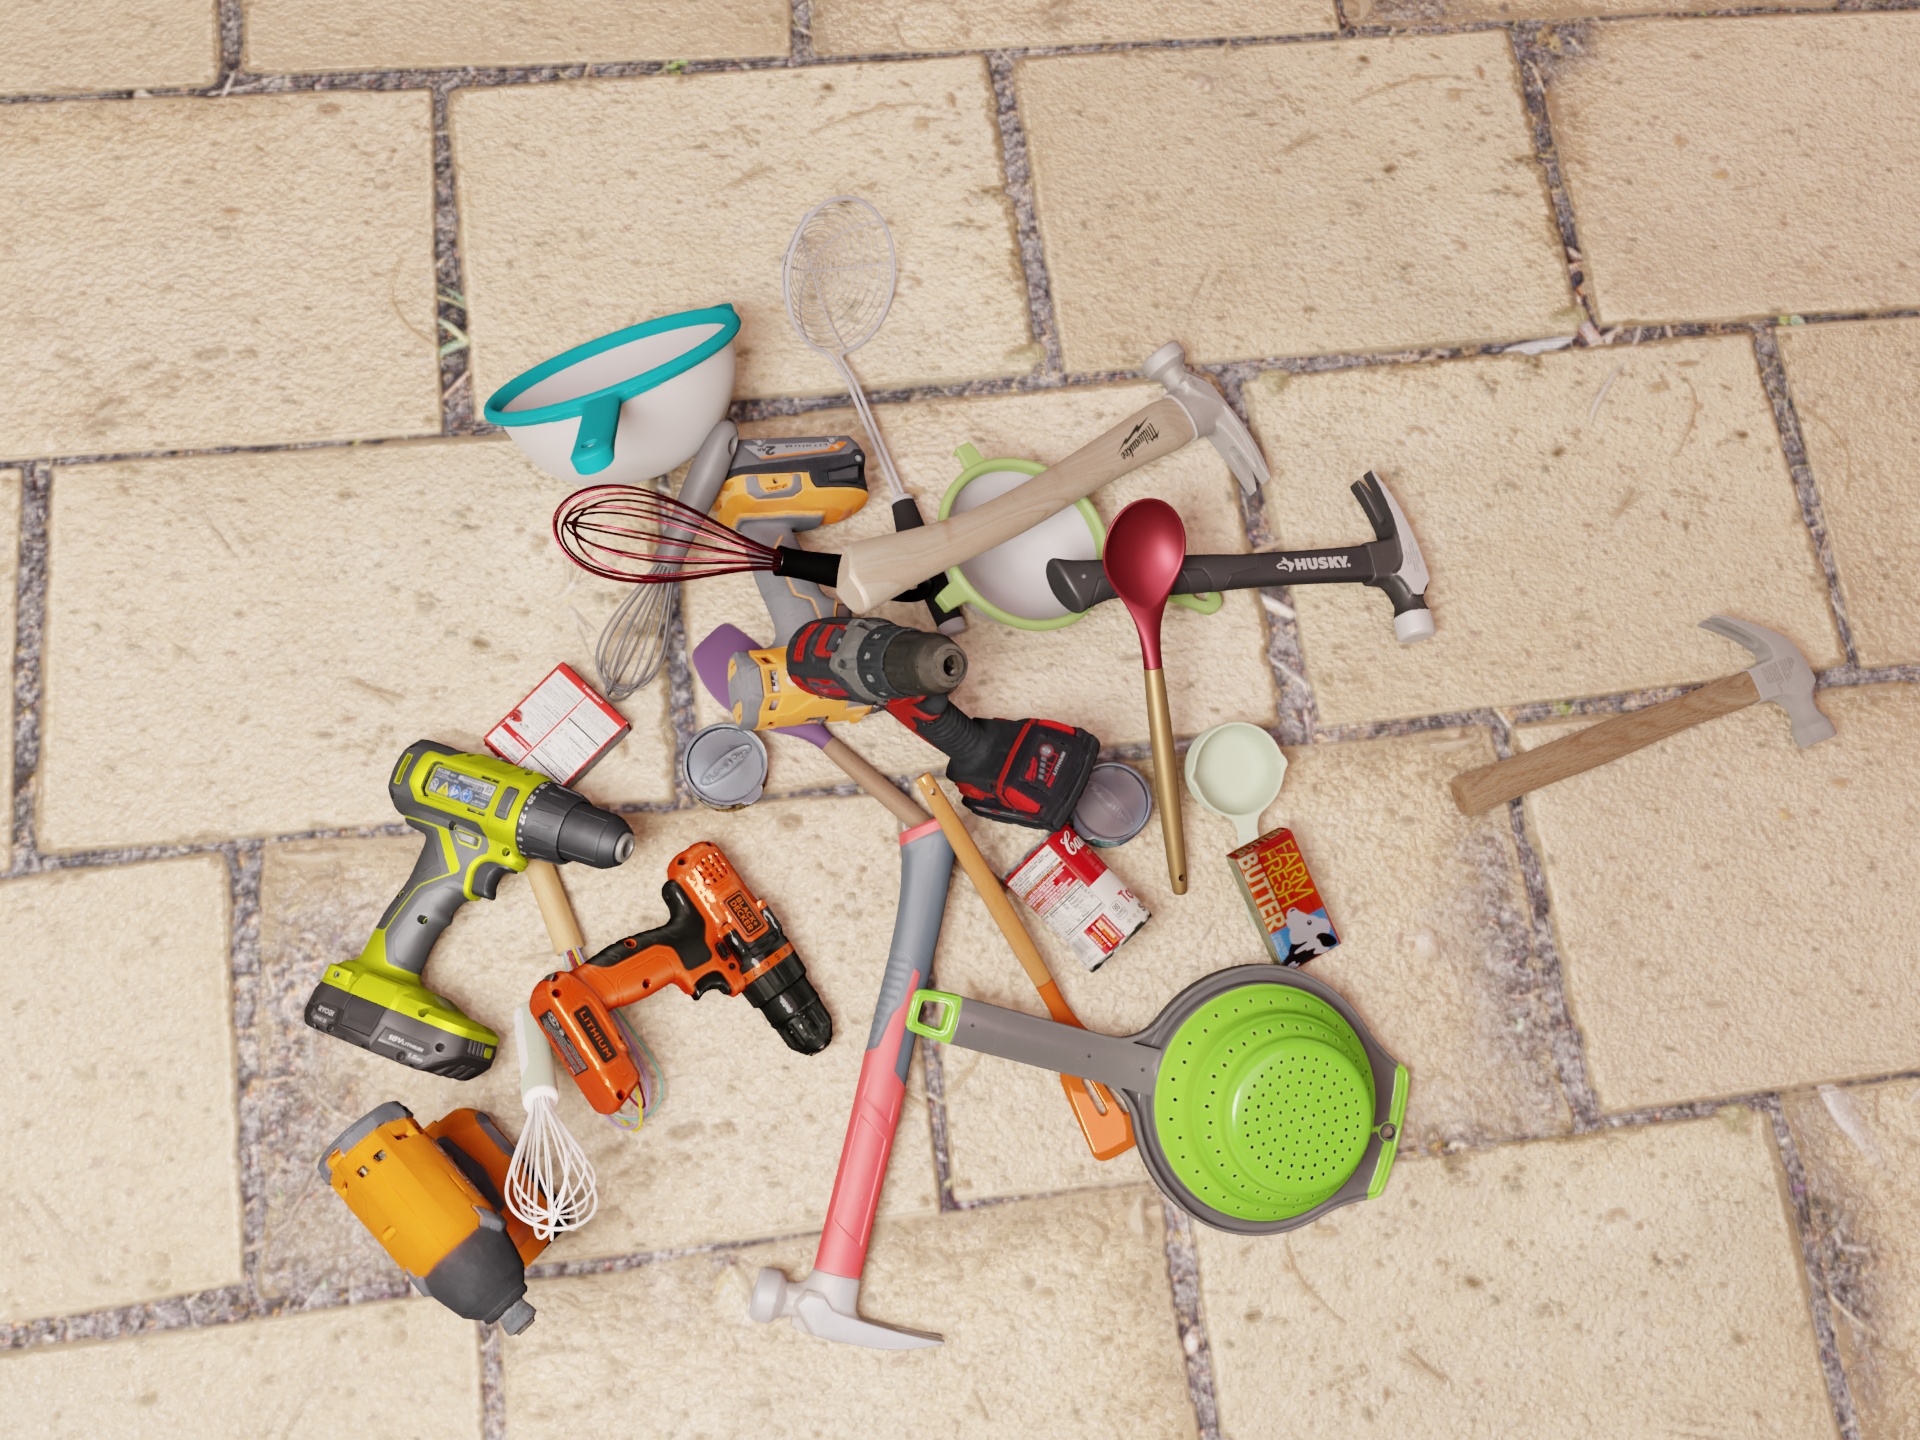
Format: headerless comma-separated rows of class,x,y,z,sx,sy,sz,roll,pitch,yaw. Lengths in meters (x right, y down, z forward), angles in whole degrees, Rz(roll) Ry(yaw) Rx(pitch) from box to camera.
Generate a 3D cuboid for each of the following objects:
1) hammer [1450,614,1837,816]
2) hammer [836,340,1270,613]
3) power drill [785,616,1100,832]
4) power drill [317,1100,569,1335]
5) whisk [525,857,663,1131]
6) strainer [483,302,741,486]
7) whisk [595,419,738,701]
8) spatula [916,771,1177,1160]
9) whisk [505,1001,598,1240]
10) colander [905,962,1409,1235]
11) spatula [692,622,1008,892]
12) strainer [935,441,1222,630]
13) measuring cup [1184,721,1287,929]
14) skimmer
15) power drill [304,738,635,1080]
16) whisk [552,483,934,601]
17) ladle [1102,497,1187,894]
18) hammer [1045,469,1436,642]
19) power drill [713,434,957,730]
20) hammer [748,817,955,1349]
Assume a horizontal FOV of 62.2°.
hammer,0.559,0.007,1.323,0.331,0.031,0.130,-19,78,-9
hammer,0.075,-0.173,1.255,0.410,0.038,0.146,-32,82,-32
power drill,-0.002,-0.004,1.161,0.226,0.188,0.080,34,74,-31
power drill,-0.328,0.332,1.057,0.084,0.226,0.164,-42,83,-13
whisk,-0.283,0.191,1.194,0.051,0.047,0.245,-22,75,-9
strainer,-0.250,-0.214,1.198,0.211,0.341,0.095,-19,118,2
whisk,-0.225,-0.122,1.233,0.055,0.055,0.239,27,101,2
spatula,0.054,0.179,1.206,0.081,0.041,0.322,-32,97,-12
whisk,-0.289,0.267,1.094,0.059,0.247,0.057,10,110,-23
colander,0.157,0.263,1.159,0.397,0.094,0.204,16,83,-8
spatula,-0.087,0.037,1.263,0.316,0.018,0.060,39,67,6
strainer,0.089,-0.120,1.306,0.256,0.069,0.152,15,65,-19
measuring cup,0.223,0.084,1.277,0.083,0.038,0.167,-9,93,-11
skimmer,-0.053,-0.248,1.303,0.127,0.090,0.363,-12,77,-48
power drill,-0.358,0.140,1.165,0.190,0.080,0.228,17,75,16
whisk,-0.154,-0.123,1.182,0.295,0.073,0.073,8,74,-25
ladle,0.155,-0.015,1.236,0.069,0.031,0.315,-10,101,-14
hammer,0.227,-0.126,1.291,0.334,0.035,0.146,-5,75,-19
power drill,-0.102,-0.108,1.266,0.185,0.084,0.226,-6,78,-19
hammer,-0.041,0.263,1.189,0.143,0.038,0.386,14,78,-4
